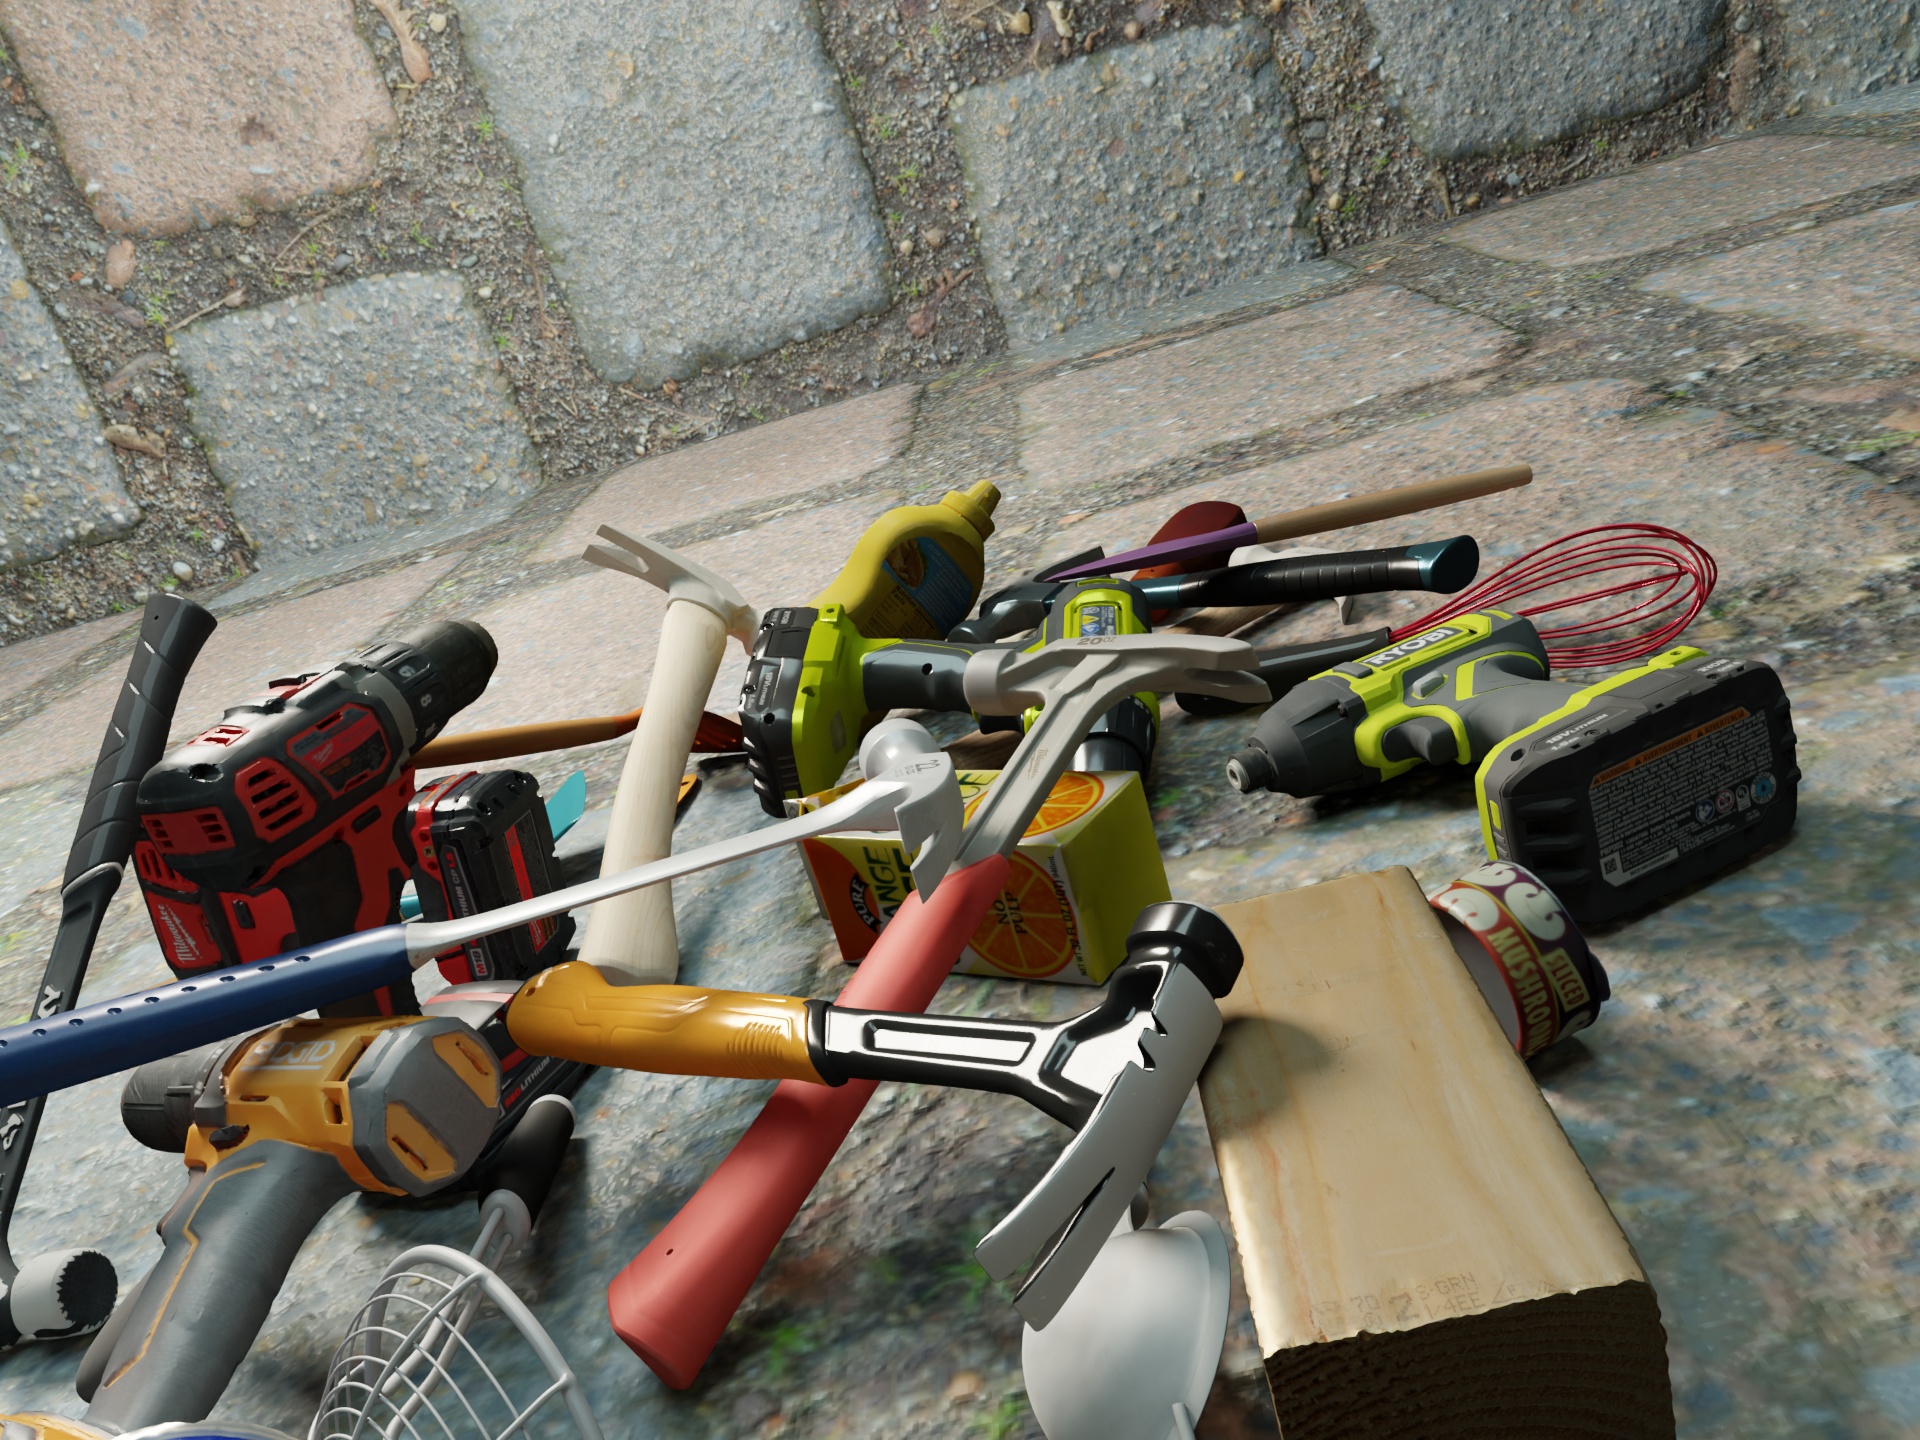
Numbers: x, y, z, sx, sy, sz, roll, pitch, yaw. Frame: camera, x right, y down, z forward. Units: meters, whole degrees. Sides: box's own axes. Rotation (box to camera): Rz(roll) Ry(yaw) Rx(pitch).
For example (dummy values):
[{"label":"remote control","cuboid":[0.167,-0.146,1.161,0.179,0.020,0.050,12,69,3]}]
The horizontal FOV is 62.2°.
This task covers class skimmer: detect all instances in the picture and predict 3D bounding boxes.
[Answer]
[{"label":"skimmer","cuboid":[-0.132,0.185,0.525,0.090,0.127,0.363,-9,5,-5]}]

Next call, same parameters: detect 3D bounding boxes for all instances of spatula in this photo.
[{"label":"spatula","cuboid":[-0.377,0.116,0.991,0.317,0.044,0.082,-20,23,-6]},{"label":"spatula","cuboid":[0.204,-0.120,0.979,0.316,0.018,0.060,-13,3,-7]},{"label":"spatula","cuboid":[-0.230,0.016,0.975,0.081,0.041,0.322,-4,3,28]}]

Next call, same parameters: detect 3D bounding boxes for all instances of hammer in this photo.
[{"label":"hammer","cuboid":[0.122,-0.039,1.007,0.331,0.031,0.130,-29,22,-28]},{"label":"hammer","cuboid":[0.155,-0.082,0.999,0.331,0.033,0.128,-3,26,37]},{"label":"hammer","cuboid":[-0.192,0.081,0.586,0.405,0.035,0.144,-16,13,-6]},{"label":"hammer","cuboid":[-0.186,0.013,0.944,0.038,0.146,0.411,-53,20,27]},{"label":"hammer","cuboid":[-0.440,0.101,0.790,0.149,0.036,0.409,-13,54,15]},{"label":"hammer","cuboid":[-0.066,0.117,0.551,0.337,0.034,0.127,-6,38,45]},{"label":"hammer","cuboid":[-0.010,0.091,0.619,0.149,0.036,0.359,1,43,39]}]

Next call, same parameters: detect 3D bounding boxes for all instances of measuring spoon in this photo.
[{"label":"measuring spoon","cuboid":[-0.192,0.059,1.043,0.021,0.011,0.117,-13,17,10]}]

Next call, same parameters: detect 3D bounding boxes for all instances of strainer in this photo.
[{"label":"strainer","cuboid":[0.048,0.158,0.508,0.087,0.050,0.258,-59,2,13]}]

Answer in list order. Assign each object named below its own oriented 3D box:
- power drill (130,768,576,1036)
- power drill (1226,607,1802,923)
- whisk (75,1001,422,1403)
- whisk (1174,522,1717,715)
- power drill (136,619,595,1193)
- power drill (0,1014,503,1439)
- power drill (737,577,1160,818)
[{"label":"power drill","cuboid":[-0.332,0.103,0.865,0.219,0.143,0.078,-6,17,10]},{"label":"power drill","cuboid":[0.237,0.012,0.718,0.171,0.080,0.223,-22,16,-14]},{"label":"whisk","cuboid":[-0.304,0.202,0.707,0.055,0.055,0.239,-9,26,21]},{"label":"whisk","cuboid":[0.258,-0.045,0.878,0.296,0.073,0.073,-14,19,24]},{"label":"power drill","cuboid":[-0.244,0.076,0.716,0.080,0.226,0.188,-7,22,26]},{"label":"power drill","cuboid":[-0.286,0.200,0.559,0.185,0.084,0.226,-7,38,32]},{"label":"power drill","cuboid":[-0.001,-0.003,0.889,0.228,0.080,0.191,-3,38,7]}]
